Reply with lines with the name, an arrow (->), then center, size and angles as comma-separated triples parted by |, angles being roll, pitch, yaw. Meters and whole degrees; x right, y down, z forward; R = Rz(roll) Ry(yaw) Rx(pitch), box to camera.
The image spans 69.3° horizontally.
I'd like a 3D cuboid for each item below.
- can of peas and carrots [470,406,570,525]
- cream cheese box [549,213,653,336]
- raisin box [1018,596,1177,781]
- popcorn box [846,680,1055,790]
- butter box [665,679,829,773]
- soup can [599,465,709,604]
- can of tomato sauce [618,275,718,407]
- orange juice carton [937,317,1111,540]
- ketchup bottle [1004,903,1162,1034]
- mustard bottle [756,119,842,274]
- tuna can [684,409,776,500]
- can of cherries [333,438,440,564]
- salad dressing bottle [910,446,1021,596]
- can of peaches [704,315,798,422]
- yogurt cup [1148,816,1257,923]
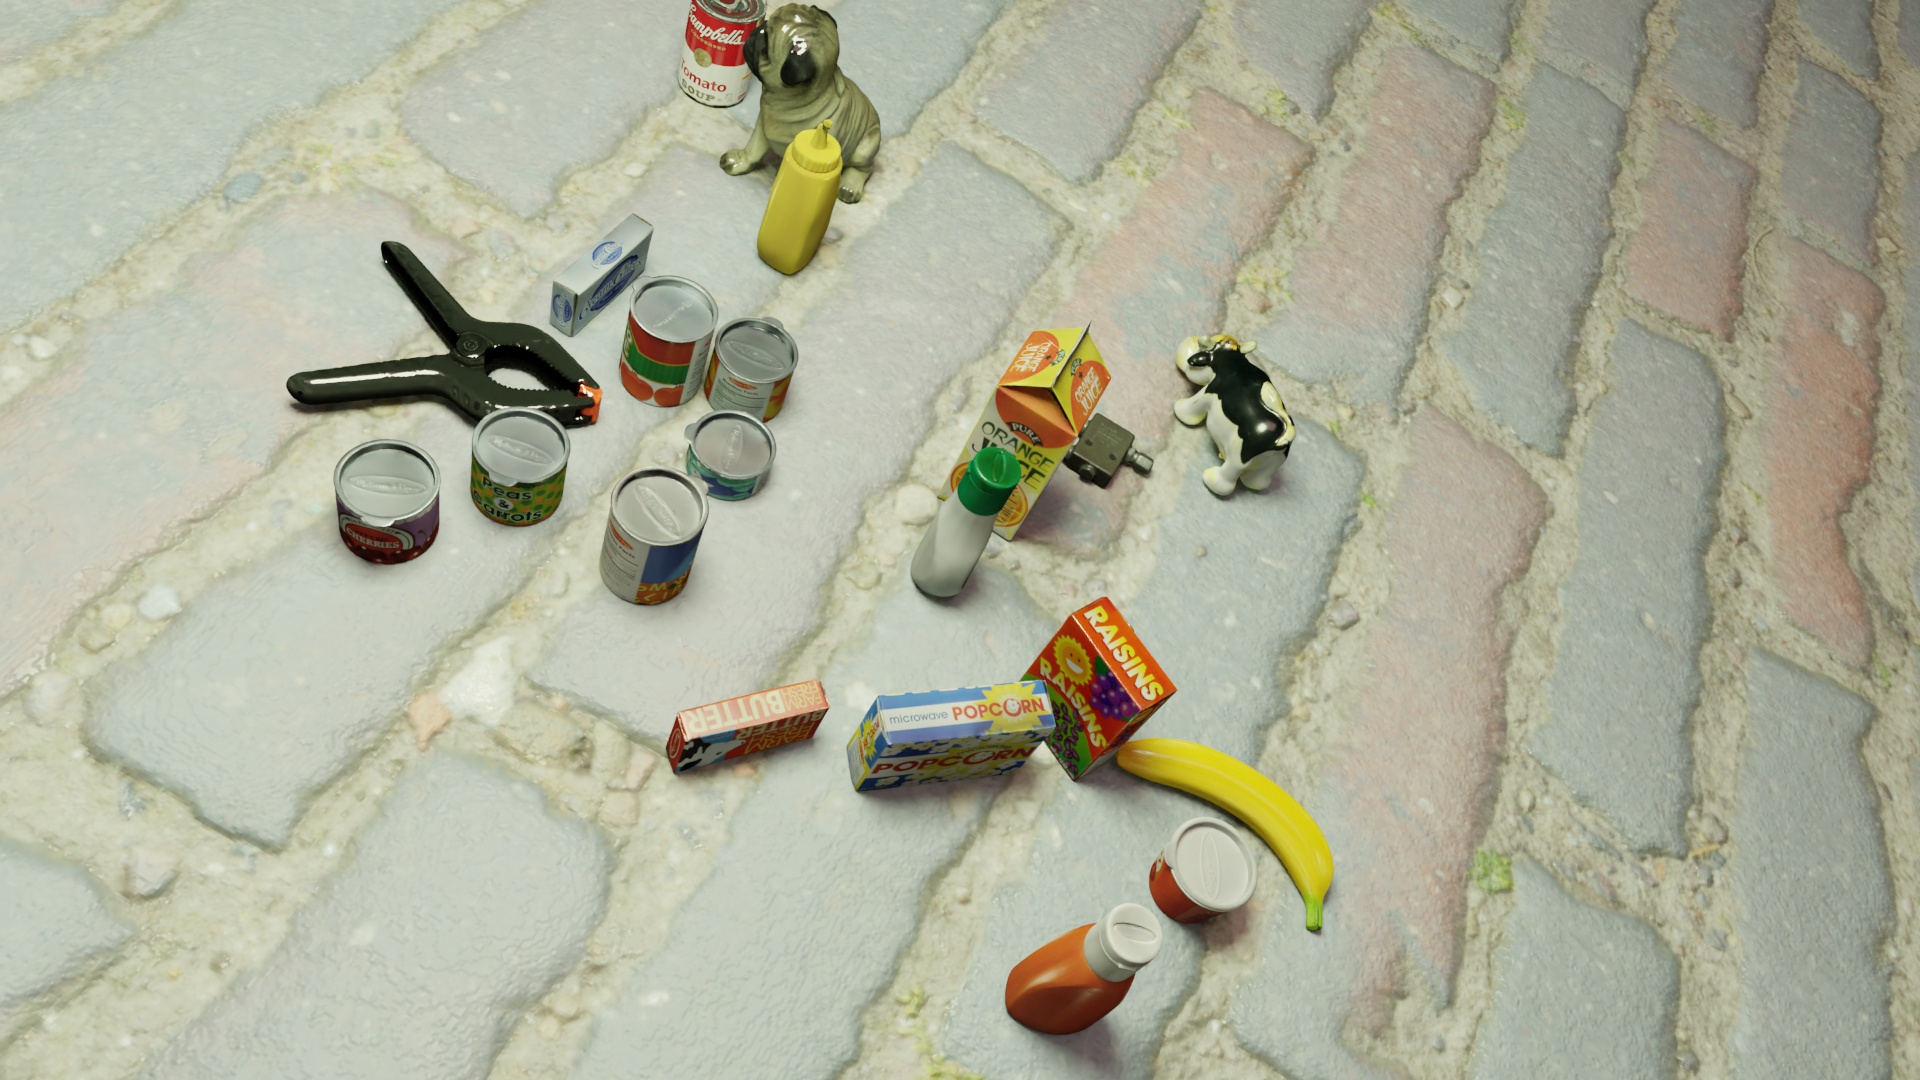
can of peas and carrots -> -0.316, -0.050, 0.991 | 0.071, 0.058, 0.071 | 10, 55, -15
cream cheese box -> -0.288, -0.213, 1.116 | 0.024, 0.053, 0.104 | 33, 52, 2
raisin box -> 0.094, 0.108, 1.002 | 0.040, 0.122, 0.086 | -23, 68, -32
popcorn box -> -0.008, 0.136, 0.967 | 0.127, 0.084, 0.038 | -3, 59, -23
butter box -> -0.144, 0.125, 0.942 | 0.104, 0.052, 0.024 | -11, 62, -27
soup can -> -0.216, -0.004, 0.982 | 0.071, 0.083, 0.072 | 10, 55, -15
can of tomato sauce -> -0.230, -0.155, 1.080 | 0.071, 0.082, 0.071 | 10, 55, -15
orange juice carton -> 0.054, -0.090, 1.077 | 0.073, 0.191, 0.072 | 32, 52, 1
ketchup bottle -> 0.080, 0.269, 0.871 | 0.065, 0.148, 0.044 | 17, 53, -10
mustard bottle -> -0.130, -0.296, 1.166 | 0.049, 0.159, 0.066 | 31, 52, 1
tuna can -> -0.180, -0.066, 1.071 | 0.071, 0.032, 0.071 | 10, 54, -15
can of cherries -> -0.390, -0.024, 0.944 | 0.071, 0.058, 0.072 | 10, 55, -15
salad dressing bottle -> 0.004, -0.013, 1.034 | 0.044, 0.147, 0.064 | 16, 53, -10
can of peaches -> -0.166, -0.136, 1.108 | 0.071, 0.057, 0.071 | 10, 55, -15
yogurt cup -> 0.169, 0.238, 0.987 | 0.072, 0.053, 0.073 | 10, 55, -15
